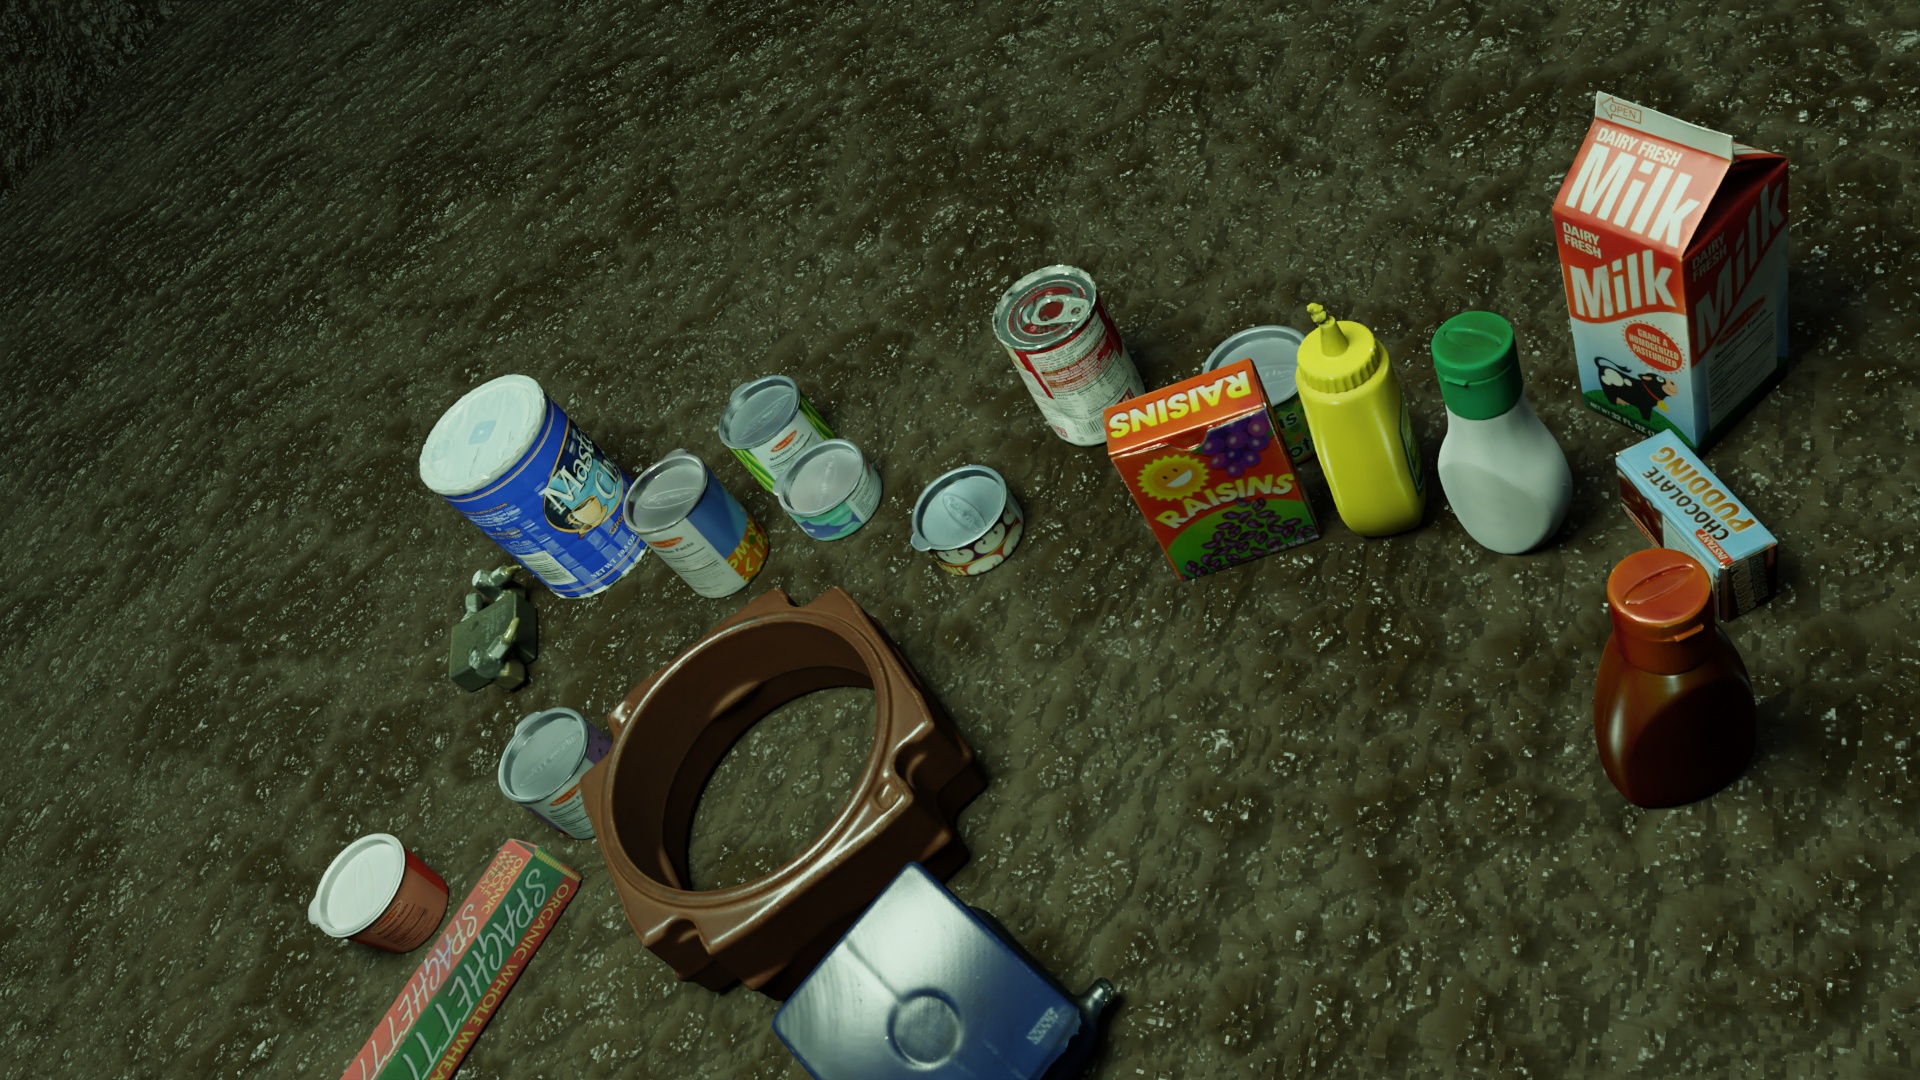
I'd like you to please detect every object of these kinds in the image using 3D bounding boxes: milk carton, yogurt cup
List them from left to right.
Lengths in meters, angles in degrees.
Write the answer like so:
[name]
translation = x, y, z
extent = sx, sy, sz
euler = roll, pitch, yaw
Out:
[yogurt cup]
translation = -0.369, 0.230, 0.894
extent = 0.072, 0.053, 0.073
euler = -16, 49, 19
[milk carton]
translation = 0.347, -0.134, 0.676
extent = 0.073, 0.190, 0.072
euler = -42, 46, -5

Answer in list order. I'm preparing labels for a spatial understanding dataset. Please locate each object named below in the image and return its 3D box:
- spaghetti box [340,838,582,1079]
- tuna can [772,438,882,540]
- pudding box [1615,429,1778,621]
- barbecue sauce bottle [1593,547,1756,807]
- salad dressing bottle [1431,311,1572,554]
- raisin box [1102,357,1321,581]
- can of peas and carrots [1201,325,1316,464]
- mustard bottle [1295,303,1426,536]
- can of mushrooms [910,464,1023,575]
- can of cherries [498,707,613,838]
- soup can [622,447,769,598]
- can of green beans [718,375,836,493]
[spaghetti box]
translation = -0.316, 0.294, 0.815
extent = 0.029, 0.050, 0.251
euler = 15, 64, 38
[tuna can]
translation = -0.091, -0.034, 0.959
extent = 0.071, 0.032, 0.071
euler = -16, 49, 19
[pudding box]
translation = 0.354, -0.008, 0.671
extent = 0.030, 0.049, 0.084
euler = -28, 46, 8
[barbecue sauce bottle]
translation = 0.297, 0.059, 0.582
extent = 0.065, 0.148, 0.044
euler = -28, 46, 8
[salad dressing bottle]
translation = 0.265, -0.051, 0.688
extent = 0.064, 0.147, 0.044
euler = 24, 70, 40
[raisin box]
translation = 0.139, -0.035, 0.764
extent = 0.086, 0.123, 0.040
euler = -18, 49, 17
[can of peas and carrots]
translation = 0.183, -0.082, 0.821
extent = 0.071, 0.058, 0.071
euler = -16, 49, 19
[mustard bottle]
translation = 0.207, -0.067, 0.725
extent = 0.049, 0.159, 0.065
euler = -10, 51, 23
[can of mushrooms]
translation = 0.003, -0.011, 0.886
extent = 0.071, 0.033, 0.071
euler = -16, 49, 19
[can of cherries]
translation = -0.250, 0.147, 0.888
extent = 0.071, 0.058, 0.072
euler = -16, 49, 19
[soup can]
translation = -0.180, -0.011, 0.956
extent = 0.071, 0.083, 0.072
euler = -16, 49, 19
[can of green beans]
translation = -0.130, -0.075, 0.996
extent = 0.071, 0.057, 0.071
euler = -16, 49, 19
